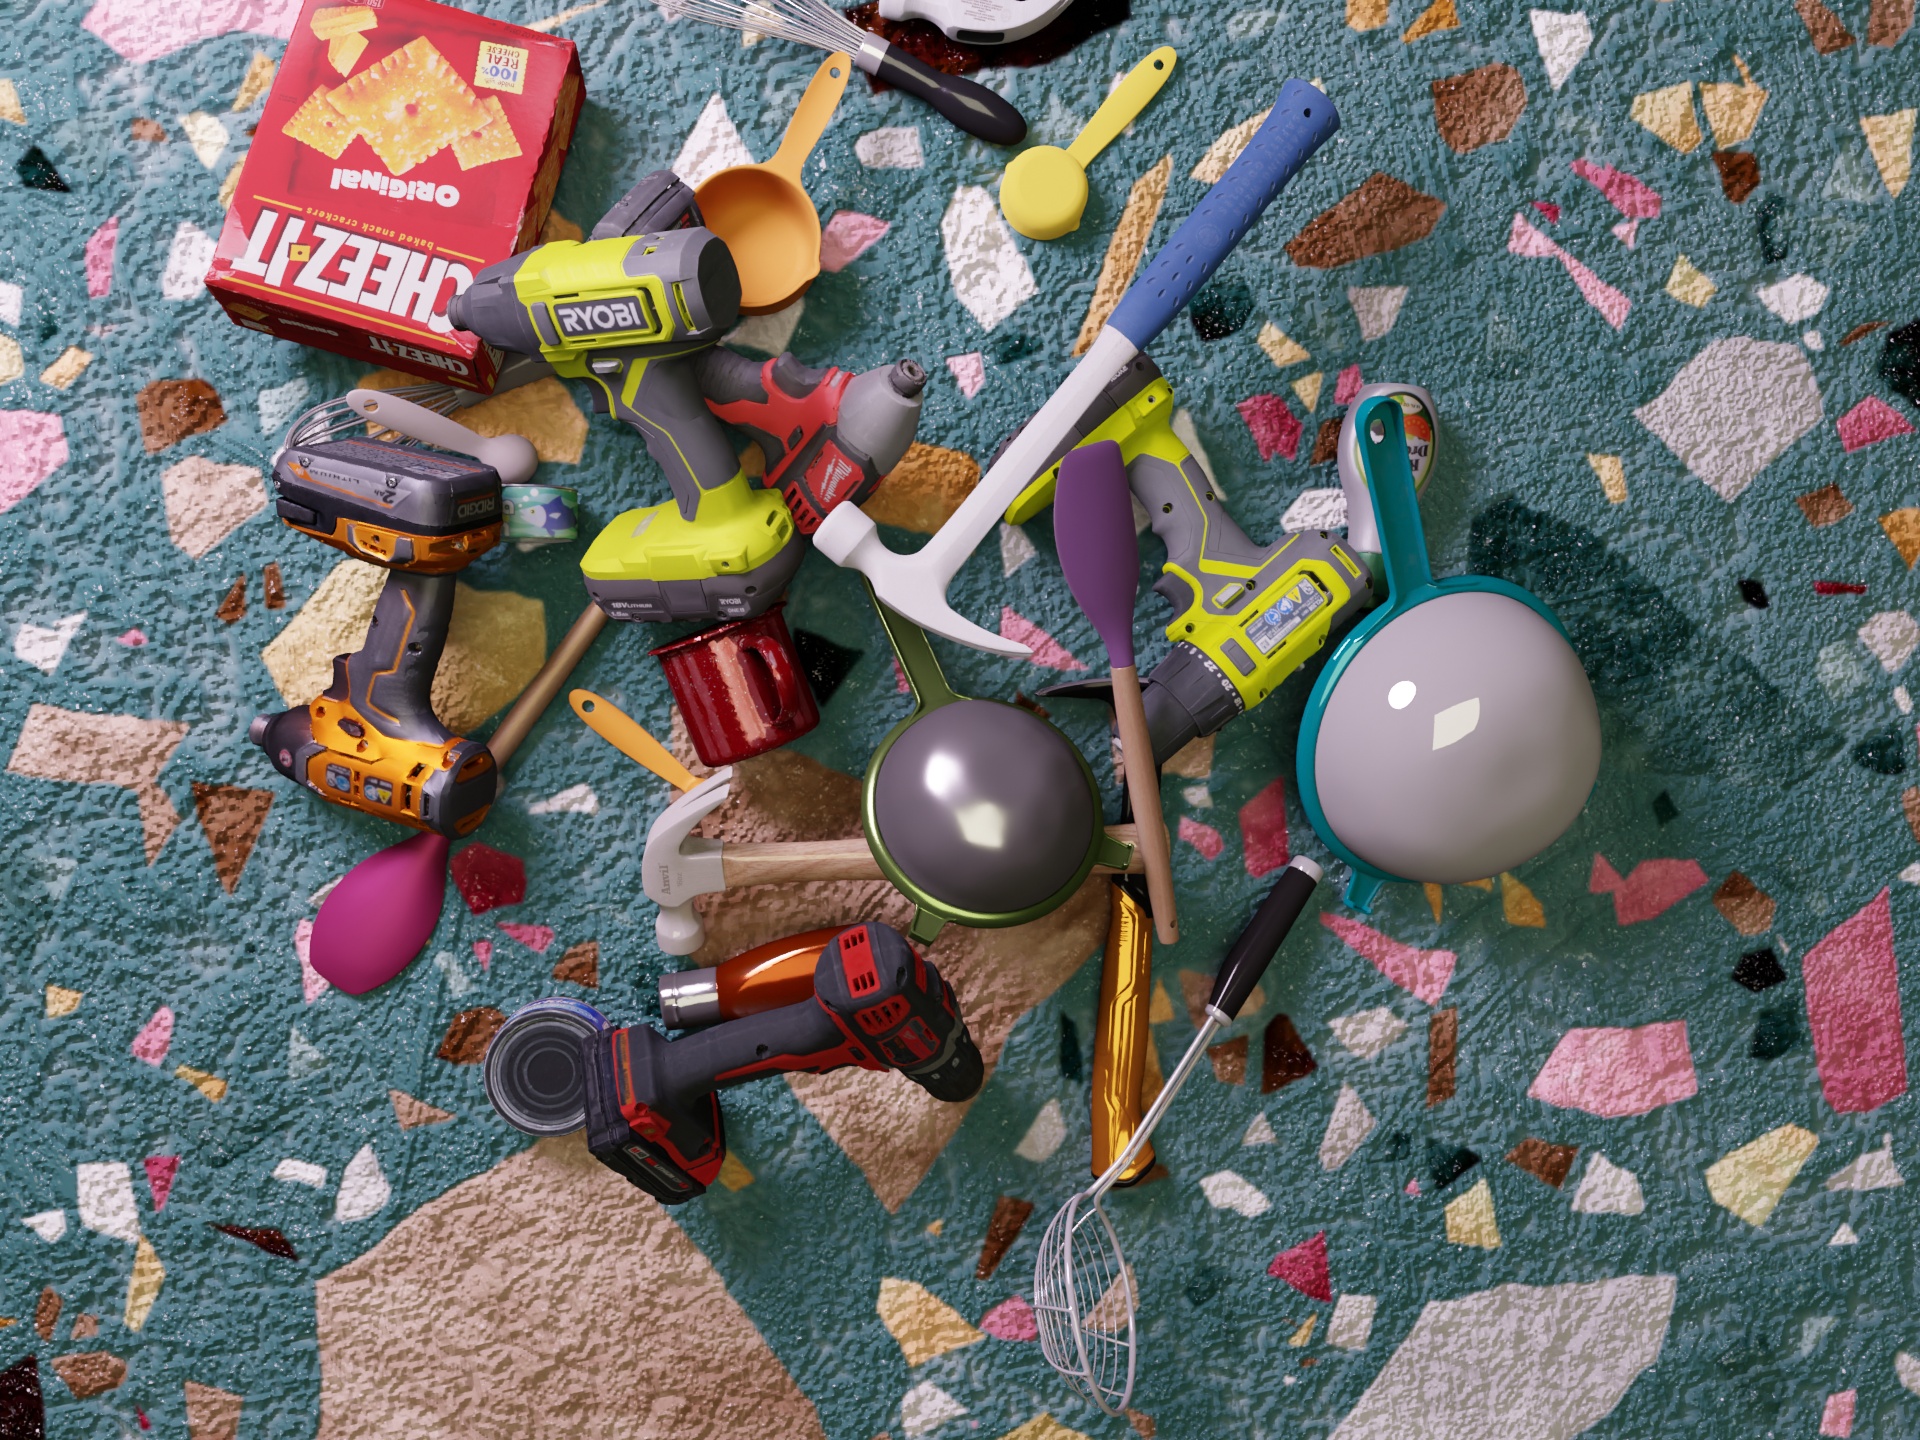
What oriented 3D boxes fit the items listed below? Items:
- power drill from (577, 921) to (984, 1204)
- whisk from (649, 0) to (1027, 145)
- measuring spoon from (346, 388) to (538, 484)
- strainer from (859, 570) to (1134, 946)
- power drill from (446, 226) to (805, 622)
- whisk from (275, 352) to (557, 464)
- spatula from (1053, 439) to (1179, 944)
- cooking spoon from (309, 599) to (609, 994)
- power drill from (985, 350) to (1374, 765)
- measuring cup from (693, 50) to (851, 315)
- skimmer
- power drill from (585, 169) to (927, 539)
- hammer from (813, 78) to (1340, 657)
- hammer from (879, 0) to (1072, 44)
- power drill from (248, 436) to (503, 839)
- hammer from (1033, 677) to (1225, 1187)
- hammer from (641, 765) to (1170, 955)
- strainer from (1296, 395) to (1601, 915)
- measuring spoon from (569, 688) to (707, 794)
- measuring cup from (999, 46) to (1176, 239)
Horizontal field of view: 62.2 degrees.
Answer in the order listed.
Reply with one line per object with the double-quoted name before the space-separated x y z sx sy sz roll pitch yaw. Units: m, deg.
"power drill" -0.102 0.220 0.993 0.226 0.187 0.080 -23 50 6
"whisk" -0.084 -0.439 1.006 0.284 0.070 0.070 25 91 -9
"measuring spoon" -0.319 -0.175 0.985 0.124 0.018 0.034 19 111 -37
"strainer" -0.002 -0.003 0.960 0.151 0.069 0.256 -18 72 -19
"power drill" -0.190 -0.169 0.928 0.171 0.080 0.223 0 129 20
"whisk" -0.317 -0.208 1.003 0.239 0.055 0.055 -25 94 -6
"spatula" 0.100 -0.008 0.952 0.060 0.018 0.315 -23 110 -30
"cooking spoon" -0.314 0.041 1.026 0.068 0.017 0.319 36 90 -4
"power drill" 0.121 -0.101 1.006 0.190 0.080 0.228 -41 89 -5
"measuring cup" -0.113 -0.338 1.009 0.095 0.052 0.173 27 89 -5
"skimmer" 0.156 0.252 1.007 0.090 0.127 0.363 25 74 35
"power drill" -0.128 -0.217 0.960 0.219 0.079 0.143 37 134 -13
"hammer" 0.094 -0.216 0.954 0.144 0.035 0.405 39 85 -2
"hammer" 0.046 -0.598 1.017 0.128 0.033 0.331 13 91 -4
"power drill" -0.360 -0.051 0.965 0.164 0.084 0.226 14 110 15
"hammer" 0.104 0.139 1.051 0.127 0.034 0.337 3 92 -5
"hammer" -0.034 0.084 1.001 0.331 0.031 0.130 -2 126 -2
"strainer" 0.305 -0.032 0.968 0.211 0.095 0.340 -25 117 -9
"measuring spoon" -0.208 0.018 1.036 0.117 0.011 0.021 38 89 -5
"measuring cup" 0.088 -0.380 1.030 0.062 0.029 0.156 42 91 -5
